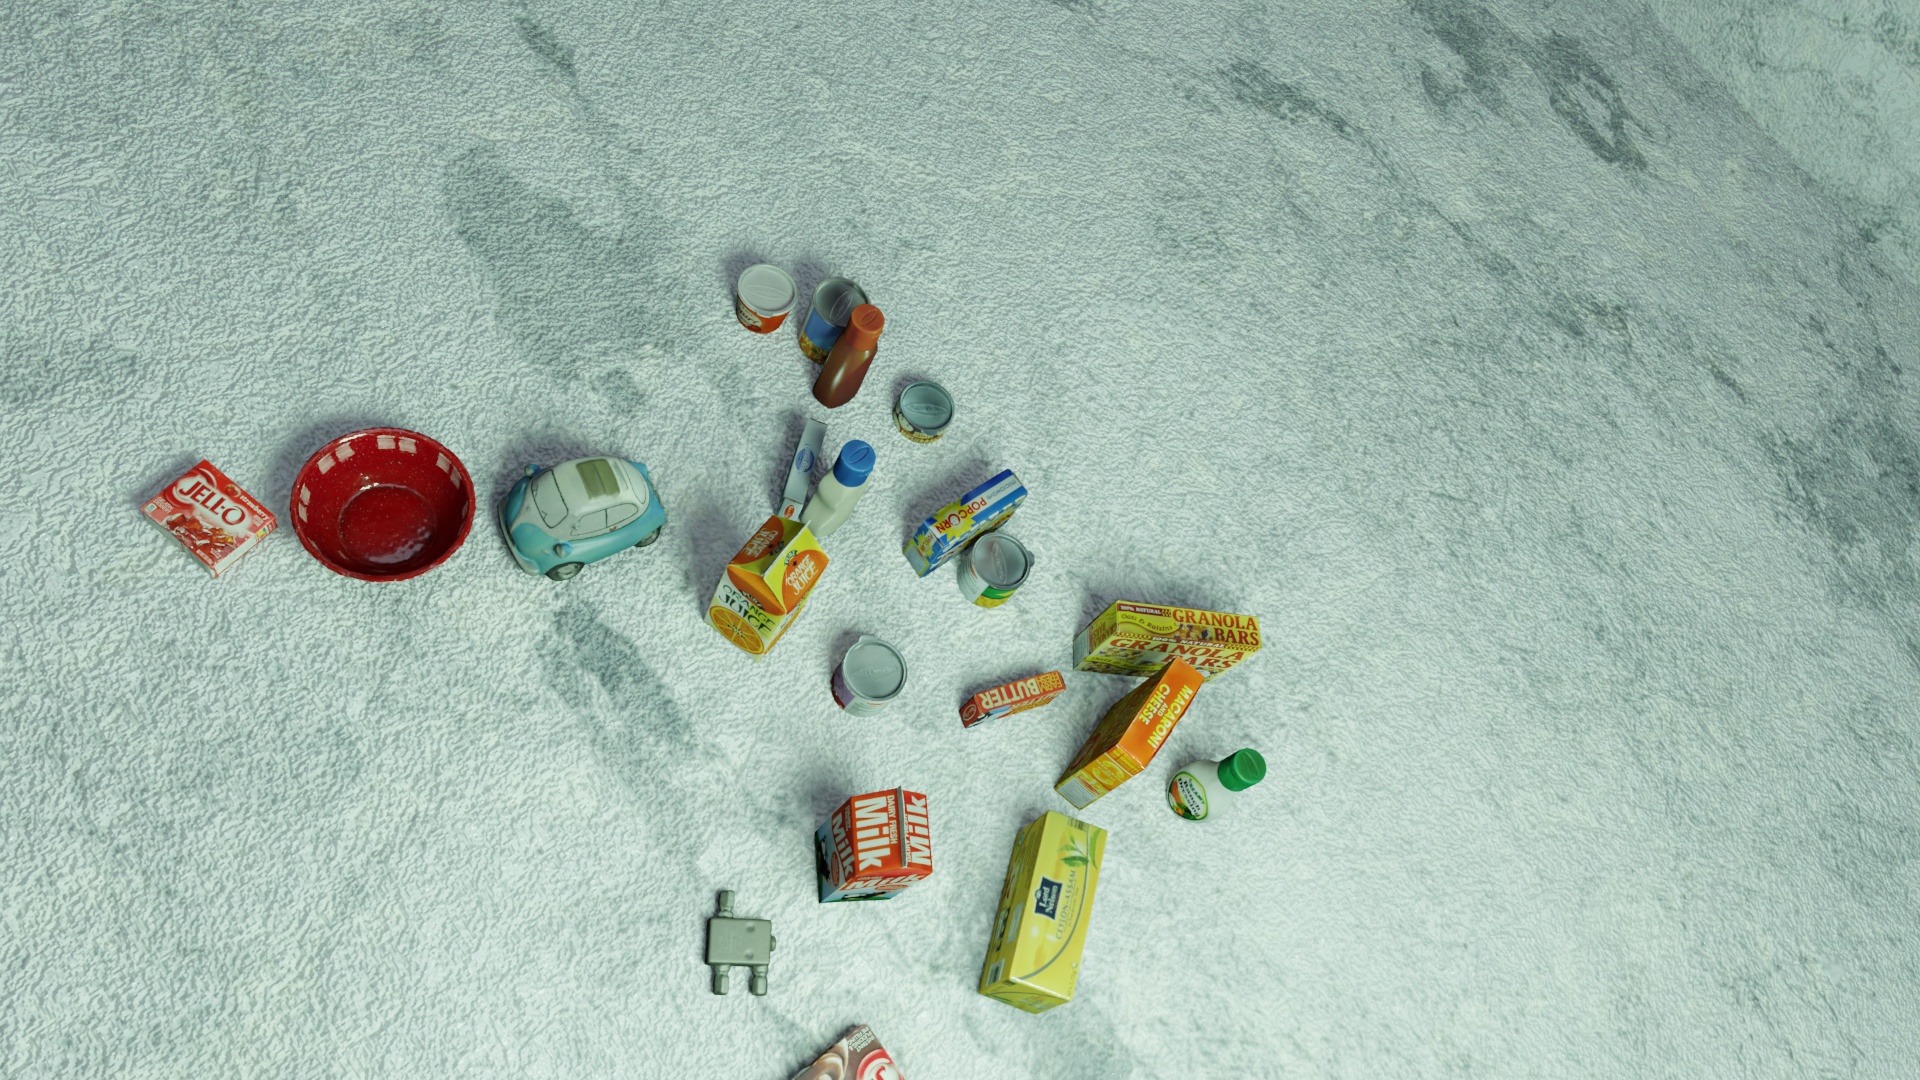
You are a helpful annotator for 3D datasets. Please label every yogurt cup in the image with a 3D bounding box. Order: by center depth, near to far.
[{"bbox_3d":[-0.220,-0.268,1.552,0.072,0.053,0.072,8,64,-16],"label":"yogurt cup"}]

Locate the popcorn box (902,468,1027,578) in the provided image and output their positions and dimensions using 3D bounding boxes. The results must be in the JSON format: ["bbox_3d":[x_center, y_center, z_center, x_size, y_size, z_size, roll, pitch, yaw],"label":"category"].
[{"bbox_3d":[0.005,-0.019,1.496,0.127,0.085,0.038,-33,80,-29],"label":"popcorn box"}]

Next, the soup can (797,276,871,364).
[{"bbox_3d":[-0.139,-0.242,1.551,0.071,0.083,0.071,8,64,-16],"label":"soup can"}]

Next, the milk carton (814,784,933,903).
[{"bbox_3d":[-0.076,0.279,1.265,0.073,0.189,0.072,2,66,-19],"label":"milk carton"}]

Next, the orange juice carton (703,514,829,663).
[{"bbox_3d":[-0.185,0.042,1.337,0.073,0.191,0.072,38,60,1],"label":"orange juice carton"}]

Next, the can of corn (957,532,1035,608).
[{"bbox_3d":[0.038,0.033,1.499,0.071,0.058,0.071,8,64,-16],"label":"can of corn"}]

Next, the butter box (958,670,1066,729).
[{"bbox_3d":[0.054,0.165,1.445,0.104,0.053,0.024,-13,71,-25],"label":"butter box"}]

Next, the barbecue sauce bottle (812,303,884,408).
[{"bbox_3d":[-0.117,-0.201,1.502,0.043,0.148,0.065,43,60,3],"label":"barbecue sauce bottle"}]

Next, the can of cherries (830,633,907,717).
[{"bbox_3d":[-0.093,0.137,1.402,0.071,0.058,0.072,8,64,-16],"label":"can of cherries"}]

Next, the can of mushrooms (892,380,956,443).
[{"bbox_3d":[-0.041,-0.142,1.568,0.071,0.033,0.071,8,64,-16],"label":"can of mushrooms"}]

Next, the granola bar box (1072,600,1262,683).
[{"bbox_3d":[0.219,0.110,1.488,0.166,0.123,0.039,7,64,-16],"label":"granola bar box"}]

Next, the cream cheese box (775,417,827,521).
[{"bbox_3d":[-0.170,-0.074,1.478,0.024,0.053,0.104,19,61,-10],"label":"cream cheese box"}]

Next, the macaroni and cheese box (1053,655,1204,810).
[{"bbox_3d":[0.170,0.197,1.405,0.040,0.165,0.124,40,60,1],"label":"macaroni and cheese box"}]

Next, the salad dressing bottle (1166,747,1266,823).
[{"bbox_3d":[0.262,0.249,1.424,0.044,0.147,0.064,-18,73,-26],"label":"salad dressing bottle"}]

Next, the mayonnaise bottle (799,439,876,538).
[{"bbox_3d":[-0.122,-0.055,1.431,0.041,0.147,0.065,46,60,5],"label":"mayonnaise bottle"}]
